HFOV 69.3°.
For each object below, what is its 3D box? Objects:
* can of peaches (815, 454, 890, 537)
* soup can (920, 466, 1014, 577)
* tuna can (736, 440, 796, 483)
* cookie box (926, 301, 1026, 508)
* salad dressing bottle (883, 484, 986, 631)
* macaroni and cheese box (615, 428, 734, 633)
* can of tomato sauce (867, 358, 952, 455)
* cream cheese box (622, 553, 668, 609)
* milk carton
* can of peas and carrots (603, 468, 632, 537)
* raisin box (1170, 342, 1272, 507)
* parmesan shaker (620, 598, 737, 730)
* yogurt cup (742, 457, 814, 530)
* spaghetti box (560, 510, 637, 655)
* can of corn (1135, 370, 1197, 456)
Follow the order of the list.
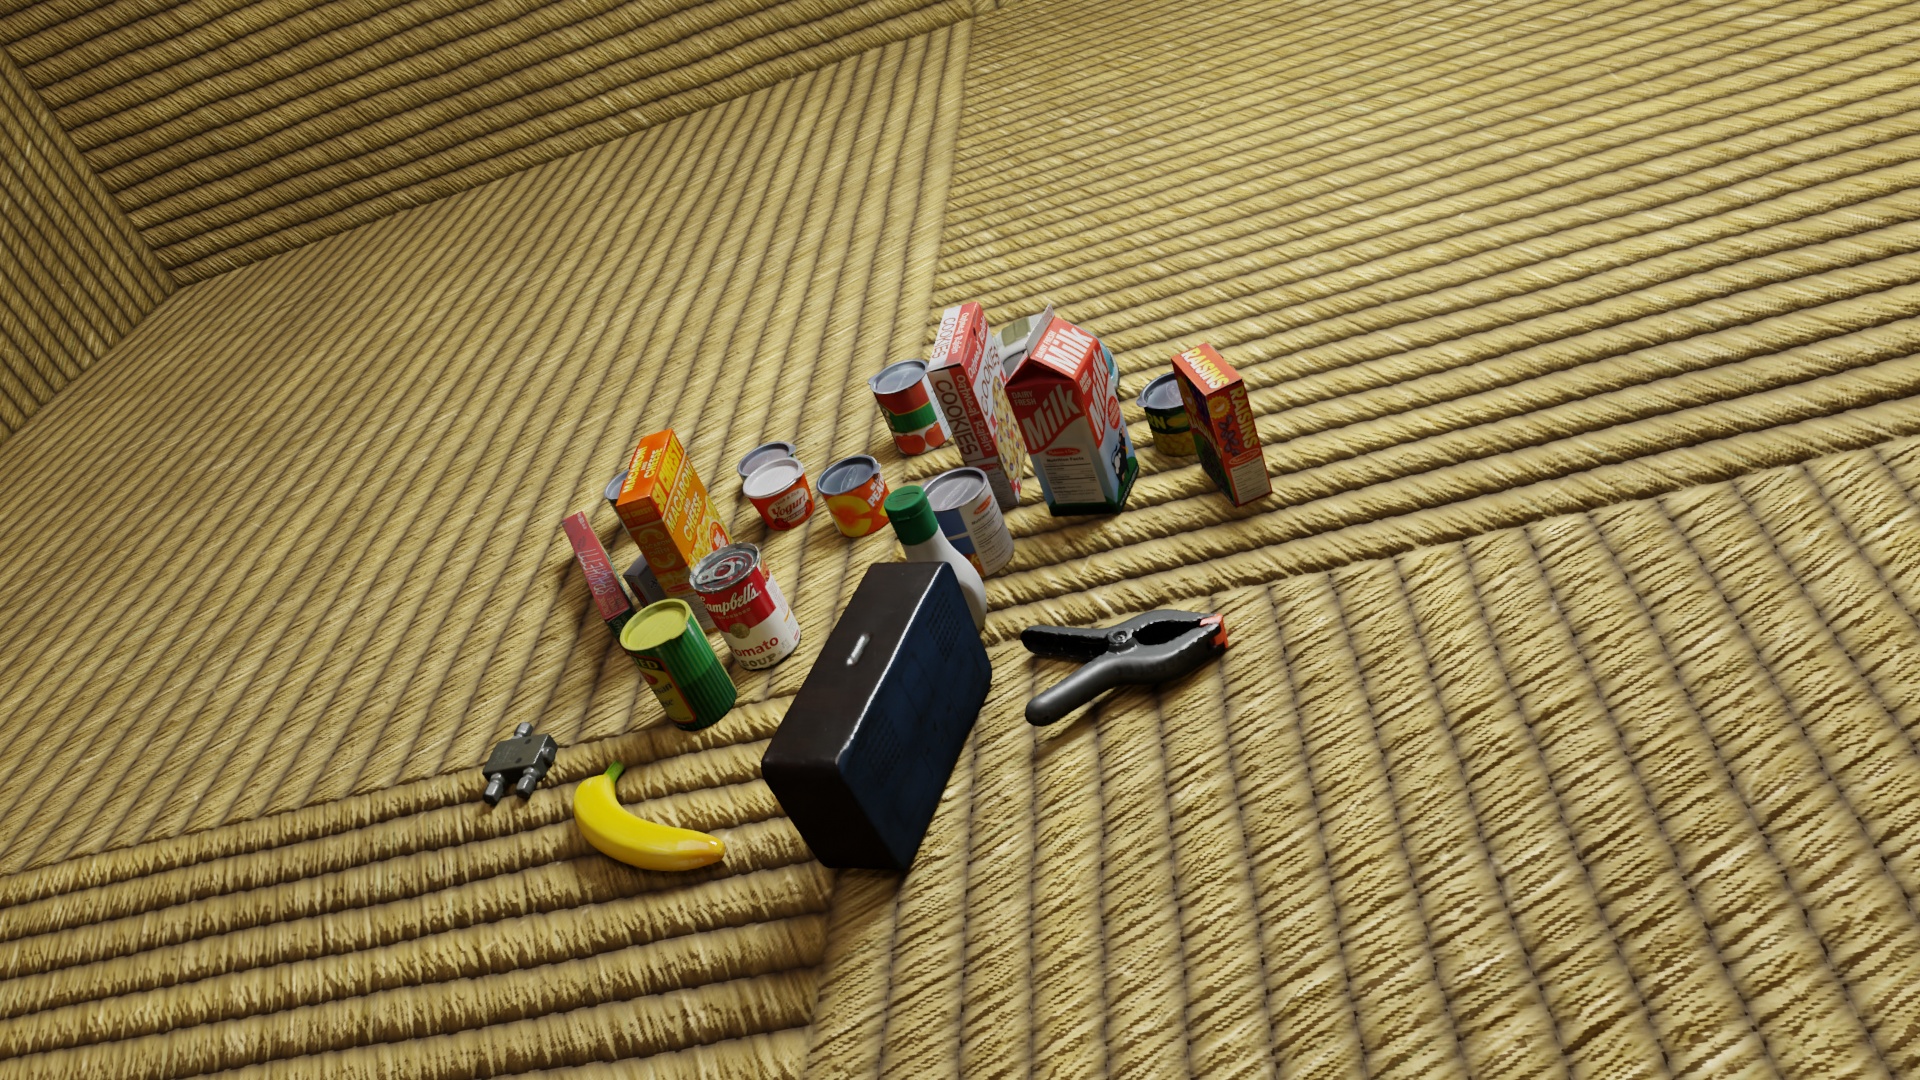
[{"bbox_3d":[-0.104,-0.045,1.414,0.071,0.057,0.071,-16,34,11],"label":"can of peaches"},{"bbox_3d":[0.005,-0.016,1.285,0.071,0.083,0.072,-16,34,11],"label":"soup can"},{"bbox_3d":[-0.211,-0.080,1.550,0.071,0.032,0.071,-16,34,11],"label":"tuna can"},{"bbox_3d":[0.021,-0.132,1.363,0.040,0.166,0.123,-12,35,17],"label":"cookie box"},{"bbox_3d":[-0.023,0.020,1.191,0.064,0.147,0.044,-11,35,18],"label":"salad dressing bottle"},{"bbox_3d":[-0.274,-0.007,1.364,0.040,0.165,0.124,-16,34,11],"label":"macaroni and cheese box"},{"bbox_3d":[-0.054,-0.143,1.501,0.071,0.082,0.071,-16,34,11],"label":"can of tomato sauce"},{"bbox_3d":[-0.303,0.024,1.441,0.024,0.053,0.104,0,40,32],"label":"cream cheese box"},{"bbox_3d":[0.099,-0.119,1.276,0.073,0.189,0.073,-3,38,29],"label":"milk carton"},{"bbox_3d":[-0.356,-0.045,1.564,0.071,0.058,0.071,-16,34,11],"label":"can of peas and carrots"},{"bbox_3d":[0.233,-0.103,1.235,0.040,0.123,0.086,-23,33,0],"label":"raisin box"},{"bbox_3d":[-0.248,0.112,1.236,0.071,0.102,0.072,-16,34,11],"label":"parmesan shaker"},{"bbox_3d":[-0.190,-0.047,1.473,0.072,0.053,0.073,-16,34,11],"label":"yogurt cup"},{"bbox_3d":[-0.376,0.041,1.463,0.029,0.050,0.251,-30,34,-11],"label":"spaghetti box"},{"bbox_3d":[0.209,-0.121,1.334,0.071,0.058,0.071,-16,34,11],"label":"can of corn"}]
